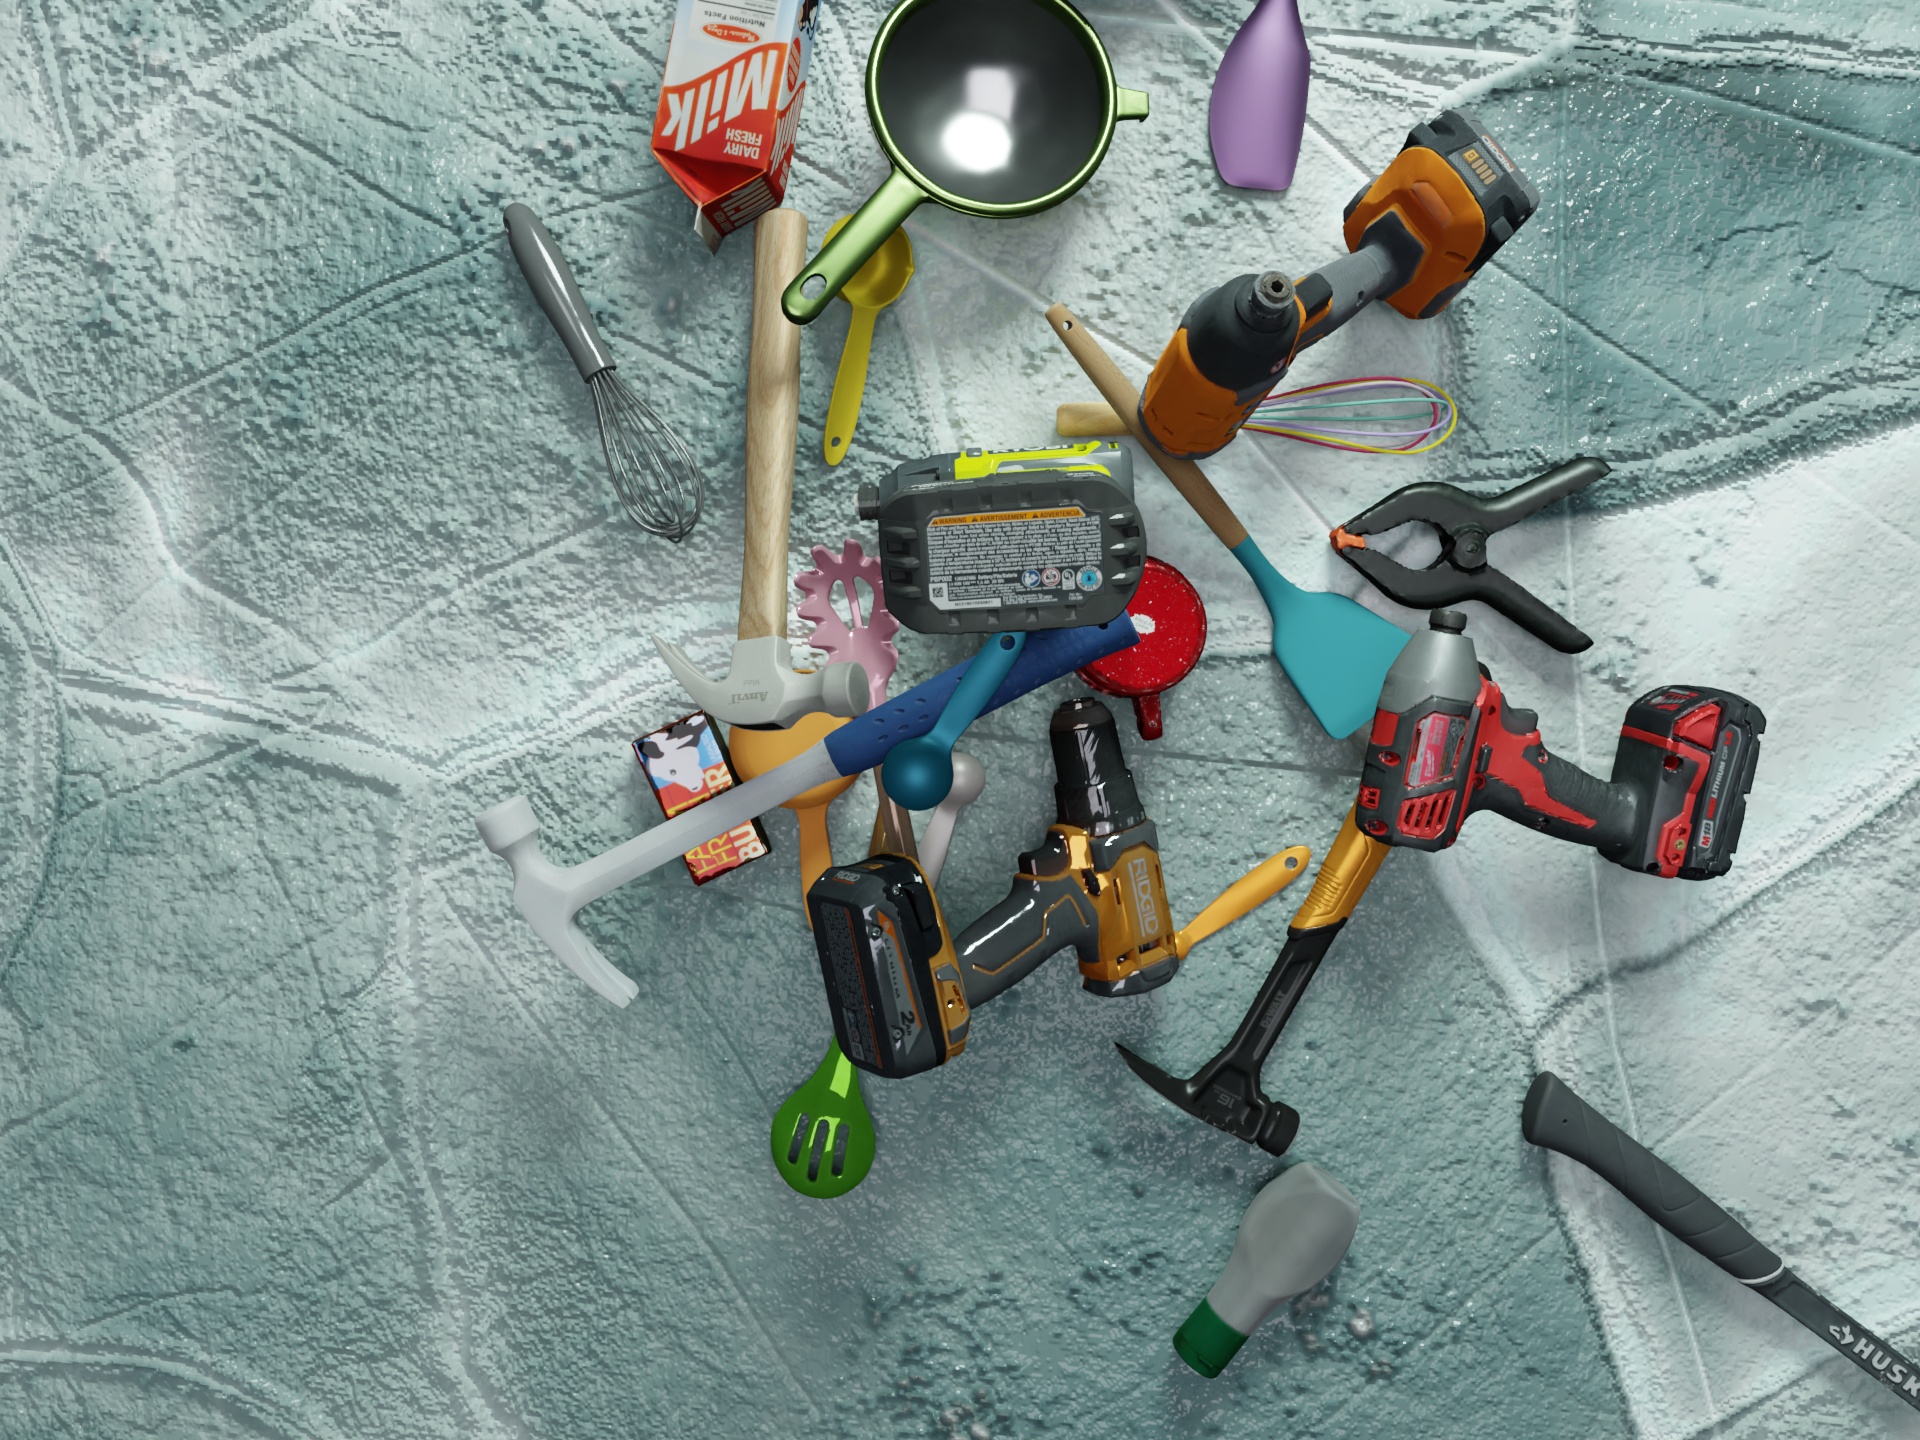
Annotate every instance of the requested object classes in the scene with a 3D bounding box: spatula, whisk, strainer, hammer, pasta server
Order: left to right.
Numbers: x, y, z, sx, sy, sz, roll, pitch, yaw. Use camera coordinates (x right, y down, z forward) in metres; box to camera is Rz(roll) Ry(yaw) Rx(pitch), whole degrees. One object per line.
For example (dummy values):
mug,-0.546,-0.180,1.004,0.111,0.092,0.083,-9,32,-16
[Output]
whisk,-0.227,-0.219,0.997,0.055,0.055,0.239,-28,89,4
hammer,-0.116,-0.154,0.948,0.130,0.031,0.331,-6,72,21
hammer,-0.082,0.032,0.940,0.405,0.035,0.144,-27,96,8
pasta server,-0.043,0.047,0.969,0.060,0.040,0.316,-11,94,6
strainer,-0.019,-0.325,0.952,0.151,0.069,0.256,41,82,-3
spatula,0.159,-0.130,0.971,0.082,0.044,0.317,-42,102,0
whisk,0.182,-0.186,0.983,0.245,0.051,0.047,0,100,6
spatula,0.199,-0.486,0.972,0.060,0.018,0.316,8,95,3
hammer,0.229,0.104,1.000,0.127,0.034,0.337,29,94,-8
hammer,0.527,0.357,1.009,0.409,0.036,0.149,37,94,0

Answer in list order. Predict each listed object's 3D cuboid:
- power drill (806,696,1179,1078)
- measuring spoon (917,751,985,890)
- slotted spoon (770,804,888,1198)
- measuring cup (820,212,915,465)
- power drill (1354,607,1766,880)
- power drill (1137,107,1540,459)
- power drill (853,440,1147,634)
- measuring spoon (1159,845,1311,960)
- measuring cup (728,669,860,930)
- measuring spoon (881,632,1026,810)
power drill,0.025,0.096,0.948,0.226,0.084,0.185,-16,99,-31
measuring spoon,-0.017,0.080,1.021,0.034,0.018,0.124,20,95,1
slotted spoon,-0.067,0.161,1.026,0.070,0.031,0.314,12,93,6
measuring cup,-0.071,-0.239,0.996,0.062,0.029,0.156,-1,113,-39
power drill,0.352,0.016,0.951,0.219,0.078,0.143,9,97,-8
power drill,0.211,-0.246,0.893,0.226,0.164,0.084,-36,85,-13
power drill,0.019,-0.113,0.903,0.171,0.223,0.080,-4,107,2
measuring spoon,0.176,0.117,1.018,0.117,0.011,0.021,-37,92,4
measuring cup,-0.098,0.054,1.005,0.095,0.052,0.173,-5,92,3
measuring spoon,-0.001,-0.003,0.898,0.042,0.021,0.128,34,100,-1
